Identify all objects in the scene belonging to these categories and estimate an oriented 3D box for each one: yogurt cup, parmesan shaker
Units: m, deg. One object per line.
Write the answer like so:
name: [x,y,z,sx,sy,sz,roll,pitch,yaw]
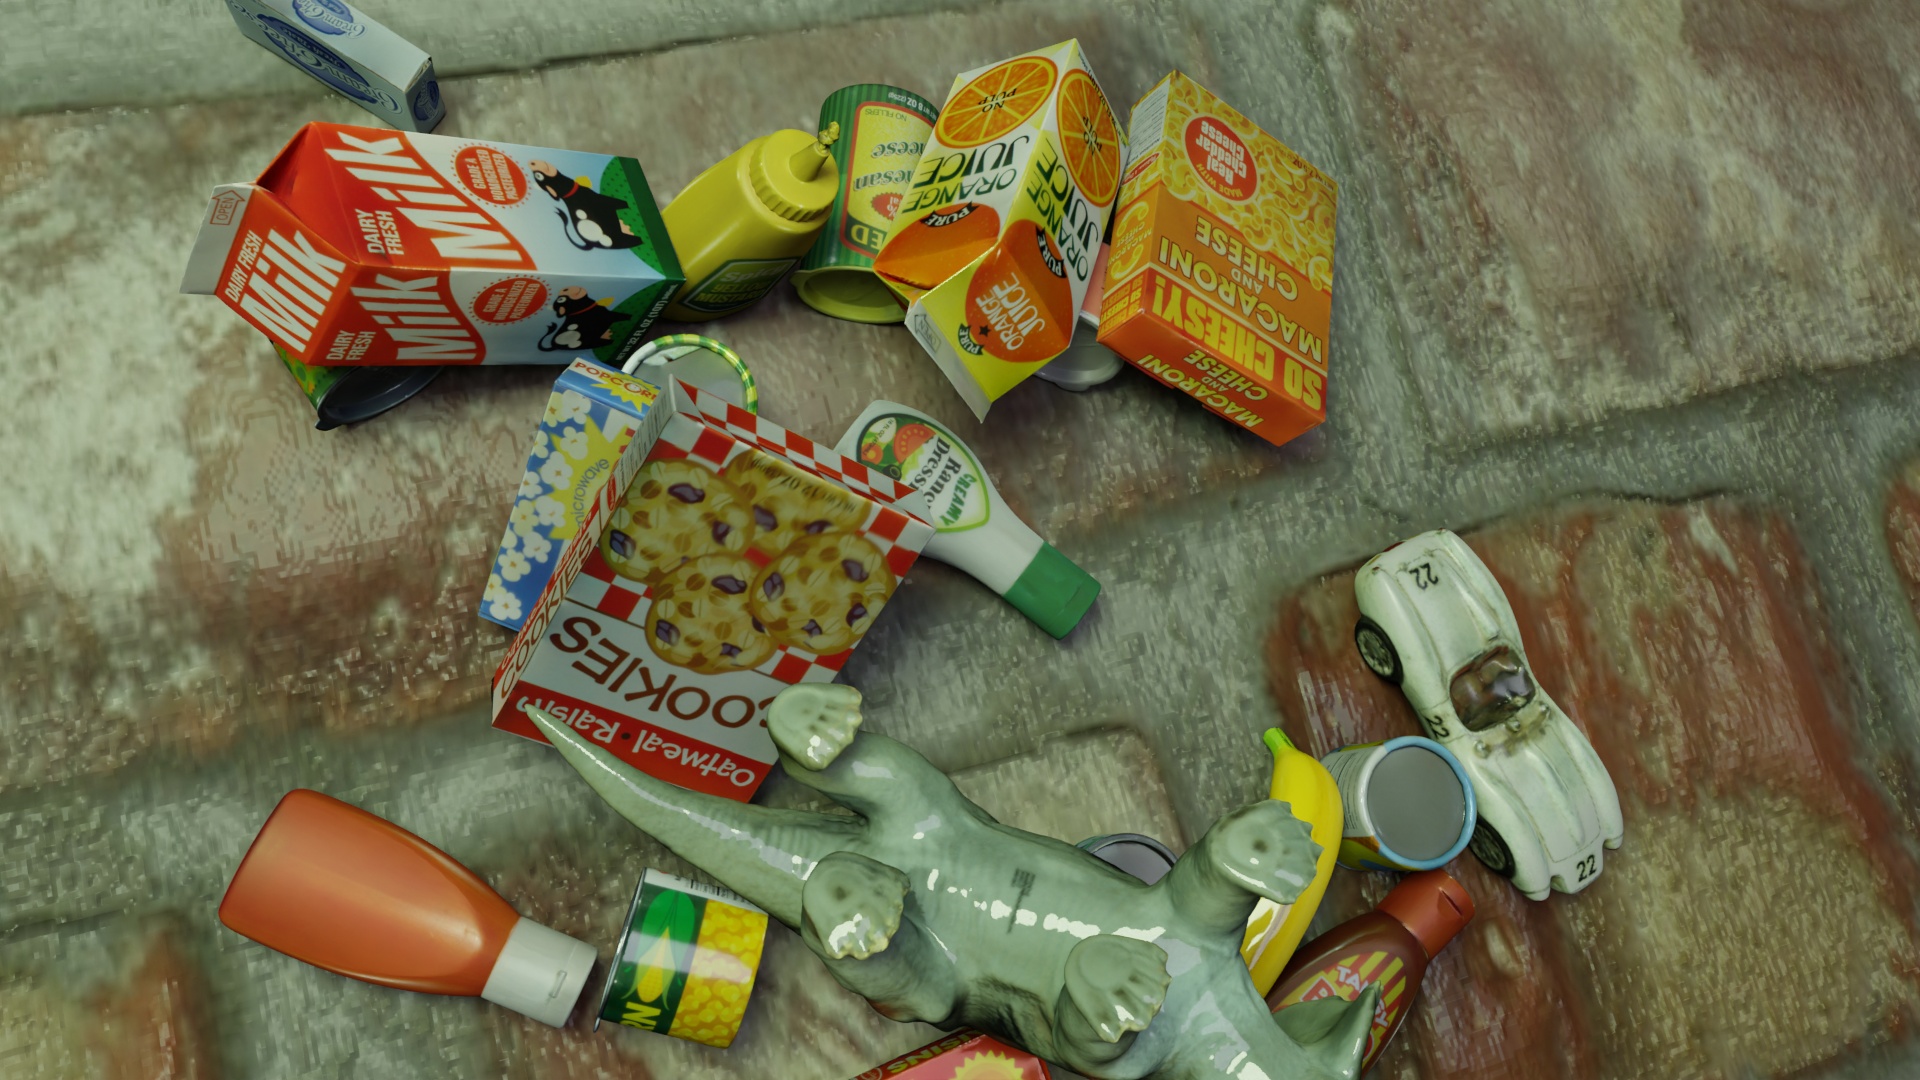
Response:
yogurt cup: [0.059,-0.122,0.727,0.072,0.072,0.054,23,65,-7]
parmesan shaker: [-0.047,-0.172,0.709,0.071,0.071,0.103,8,75,-12]

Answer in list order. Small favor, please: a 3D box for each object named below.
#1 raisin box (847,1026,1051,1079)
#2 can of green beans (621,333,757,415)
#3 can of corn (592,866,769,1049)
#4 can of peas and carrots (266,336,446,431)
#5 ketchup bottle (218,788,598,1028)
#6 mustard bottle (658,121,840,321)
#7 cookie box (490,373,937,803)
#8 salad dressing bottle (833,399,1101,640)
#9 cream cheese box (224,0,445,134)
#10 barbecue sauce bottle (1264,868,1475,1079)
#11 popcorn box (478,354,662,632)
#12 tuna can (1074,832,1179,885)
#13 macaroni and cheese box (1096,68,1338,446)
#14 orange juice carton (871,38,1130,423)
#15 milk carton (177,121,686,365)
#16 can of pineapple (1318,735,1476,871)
raisin box: [-0.014,0.276,0.624,0.124,0.040,0.086,-18,81,-18]
can of green beans: [-0.132,-0.059,0.667,0.071,0.057,0.071,3,76,-13]
can of corn: [-0.121,0.185,0.606,0.058,0.071,0.071,17,74,-10]
can of peas and carrots: [-0.280,-0.094,0.636,0.071,0.070,0.059,-34,86,-18]
ketchup bottle: [-0.231,0.164,0.596,0.149,0.043,0.065,26,73,-7]
mustard bottle: [-0.096,-0.149,0.641,0.065,0.159,0.049,-13,83,-35]
cookie box: [-0.108,0.028,0.596,0.123,0.040,0.167,25,112,-26]
salad dressing bottle: [0.002,-0.009,0.695,0.147,0.044,0.064,38,70,-3]
cream cheese box: [-0.303,-0.240,0.671,0.104,0.053,0.024,31,74,-5]
barbecue sauce bottle: [0.193,0.221,0.686,0.149,0.043,0.065,-38,87,-19]
popcorn box: [-0.154,-0.009,0.622,0.085,0.038,0.126,23,115,-8]
tuna can: [0.076,0.178,0.673,0.071,0.032,0.071,3,76,-13]
macaroni and cheese box: [0.139,-0.148,0.729,0.123,0.040,0.167,26,58,-24]
orange juice carton: [0.019,-0.150,0.676,0.071,0.073,0.193,52,44,-40]
milk carton: [-0.224,-0.124,0.597,0.191,0.072,0.073,-8,66,-43]
can of pineapple: [0.219,0.135,0.706,0.071,0.057,0.071,3,76,-13]
